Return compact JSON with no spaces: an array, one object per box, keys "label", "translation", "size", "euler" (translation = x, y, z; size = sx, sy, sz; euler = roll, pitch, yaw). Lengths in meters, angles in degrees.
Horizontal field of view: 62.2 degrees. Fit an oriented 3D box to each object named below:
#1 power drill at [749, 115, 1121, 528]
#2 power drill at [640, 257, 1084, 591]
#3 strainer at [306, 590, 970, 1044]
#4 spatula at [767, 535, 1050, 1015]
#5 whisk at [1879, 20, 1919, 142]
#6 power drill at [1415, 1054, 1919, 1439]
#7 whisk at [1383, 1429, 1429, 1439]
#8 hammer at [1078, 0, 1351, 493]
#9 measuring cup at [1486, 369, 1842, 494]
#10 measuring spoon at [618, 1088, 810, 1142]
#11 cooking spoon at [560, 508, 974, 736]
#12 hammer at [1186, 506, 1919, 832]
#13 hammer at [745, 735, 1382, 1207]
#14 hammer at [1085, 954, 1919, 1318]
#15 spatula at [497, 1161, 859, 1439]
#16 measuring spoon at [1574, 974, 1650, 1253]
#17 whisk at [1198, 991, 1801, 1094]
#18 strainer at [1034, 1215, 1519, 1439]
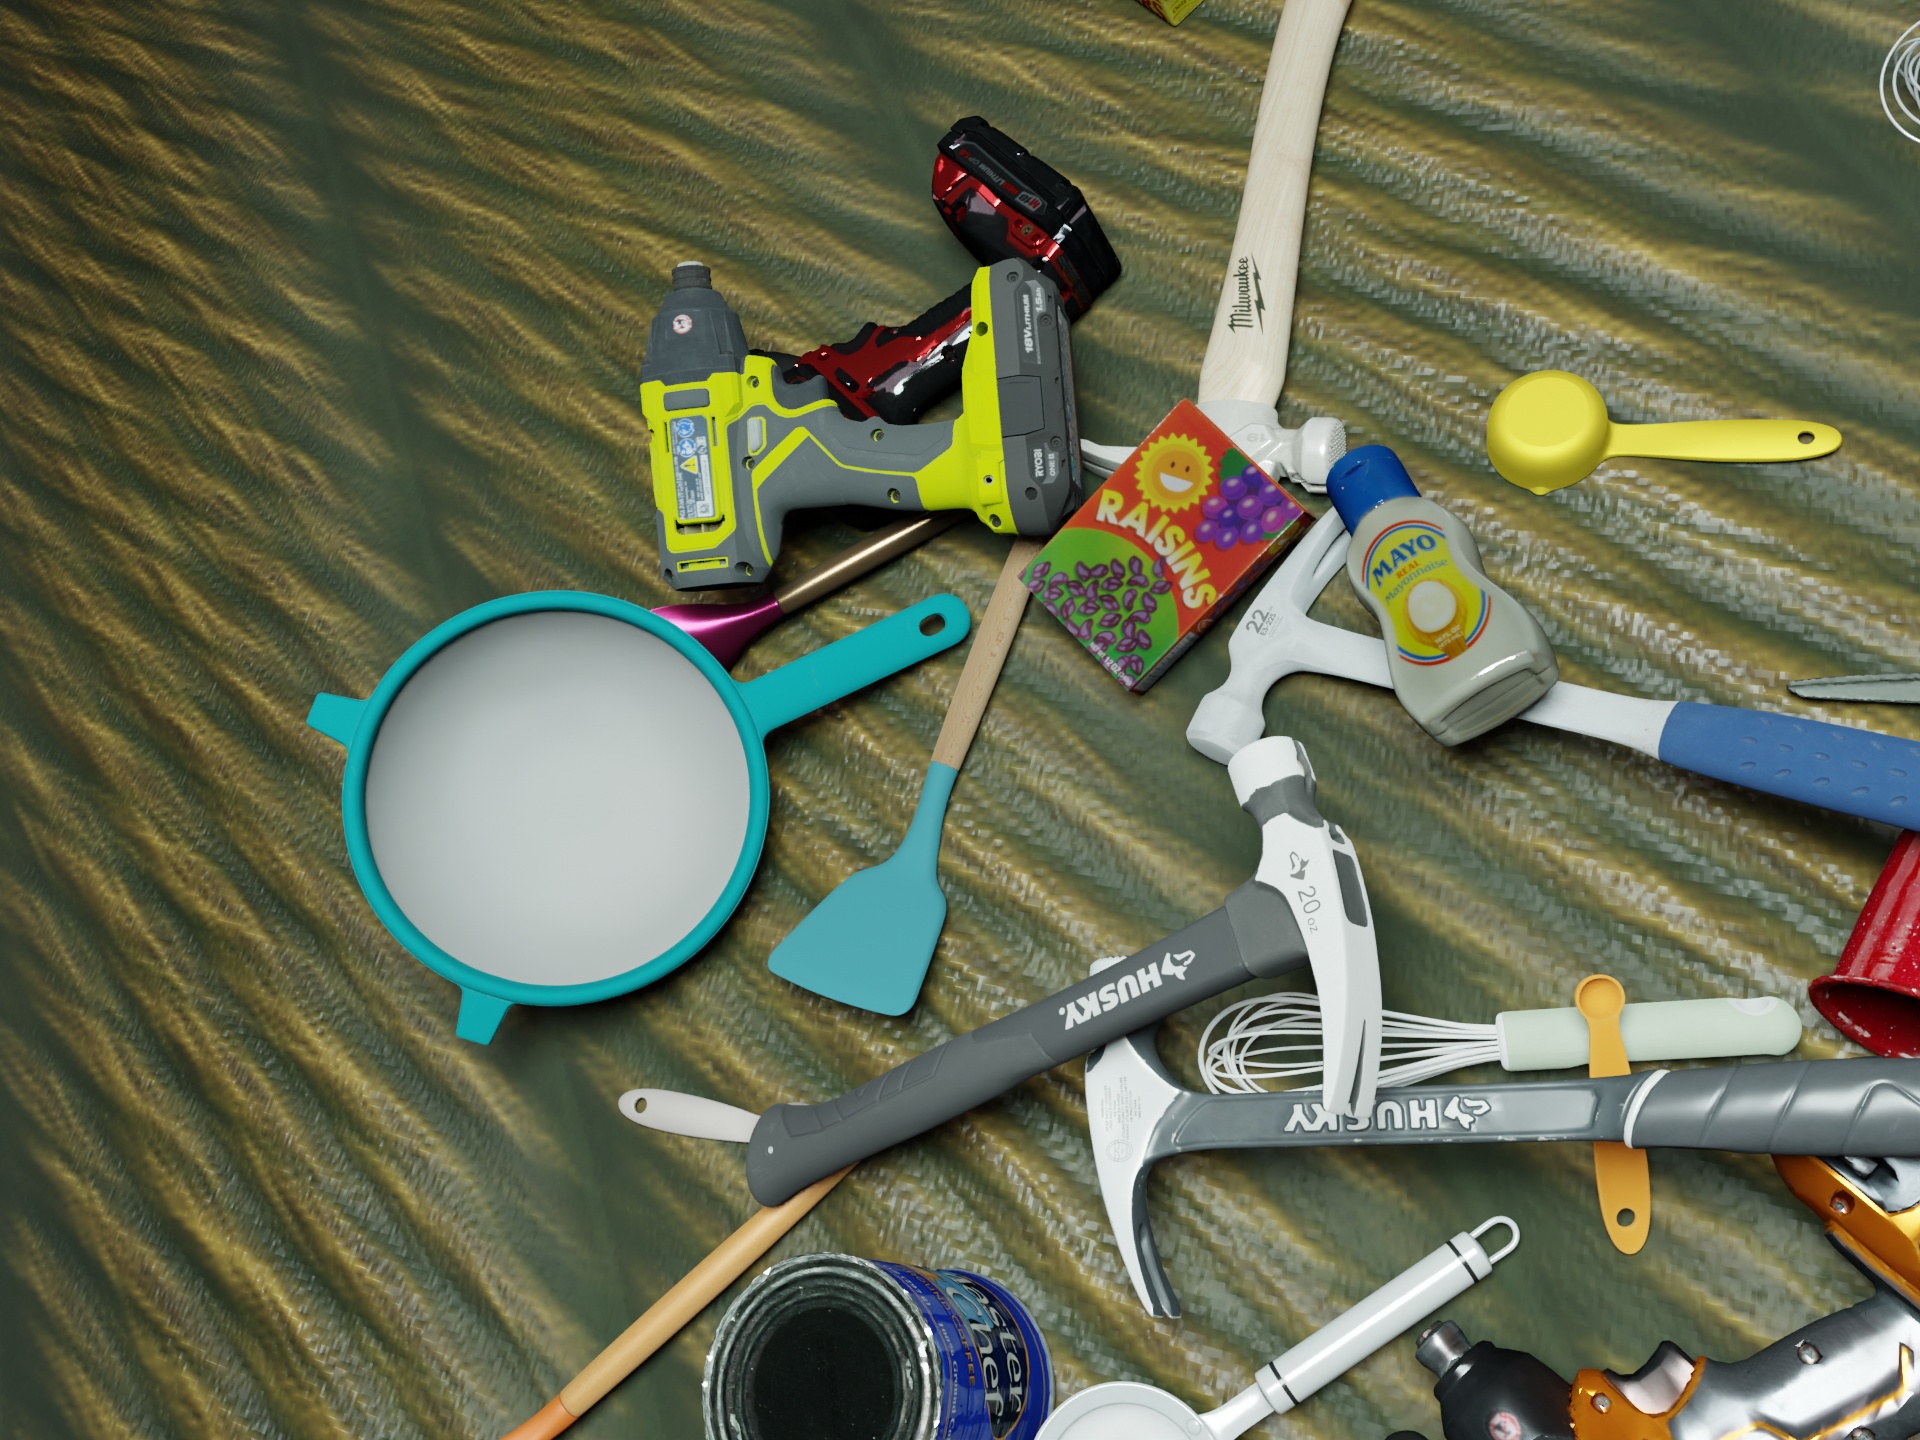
[{"label":"power drill","translation":[-0.028,-0.228,0.915],"size":[0.219,0.078,0.143],"euler":[-46,60,3]},{"label":"power drill","translation":[-0.054,-0.163,0.827],"size":[0.223,0.080,0.171],"euler":[-5,91,10]},{"label":"strainer","translation":[-0.154,0.014,0.860],"size":[0.340,0.095,0.211],"euler":[-26,91,-12]},{"label":"spatula","translation":[-0.001,-0.003,0.827],"size":[0.082,0.044,0.317],"euler":[15,76,26]},{"label":"whisk","translation":[0.553,-0.251,0.695],"size":[0.285,0.070,0.070],"euler":[29,83,24]},{"label":"power drill","translation":[0.291,0.234,0.592],"size":[0.226,0.084,0.164],"euler":[-48,58,3]},{"label":"whisk","translation":[0.191,0.399,0.537],"size":[0.073,0.073,0.296],"euler":[-19,57,15]},{"label":"hammer","translation":[0.170,-0.314,0.888],"size":[0.146,0.038,0.411],"euler":[6,71,26]},{"label":"measuring cup","translation":[0.330,-0.139,0.753],"size":[0.156,0.029,0.062],"euler":[5,72,26]},{"label":"measuring spoon","translation":[-0.126,0.204,0.811],"size":[0.124,0.018,0.034],"euler":[4,71,25]},{"label":"cooking spoon","translation":[-0.079,-0.078,0.890],"size":[0.319,0.068,0.017],"euler":[-29,31,3]},{"label":"hammer","translation":[0.285,-0.004,0.659],"size":[0.406,0.035,0.144],"euler":[18,75,43]},{"label":"hammer","translation":[0.028,0.145,0.684],"size":[0.334,0.035,0.146],"euler":[-32,56,30]},{"label":"hammer","translation":[0.234,0.150,0.592],"size":[0.409,0.036,0.149],"euler":[-9,67,29]},{"label":"spatula","translation":[-0.169,0.319,0.781],"size":[0.322,0.041,0.081],"euler":[-42,60,-2]},{"label":"measuring spoon","translation":[0.265,0.160,0.647],"size":[0.021,0.011,0.117],"euler":[-9,94,2]},{"label":"whisk","translation":[0.224,0.139,0.681],"size":[0.246,0.058,0.059],"euler":[-7,101,17]},{"label":"strainer","translation":[0.126,0.284,0.663],"size":[0.258,0.050,0.087],"euler":[-34,66,0]}]
